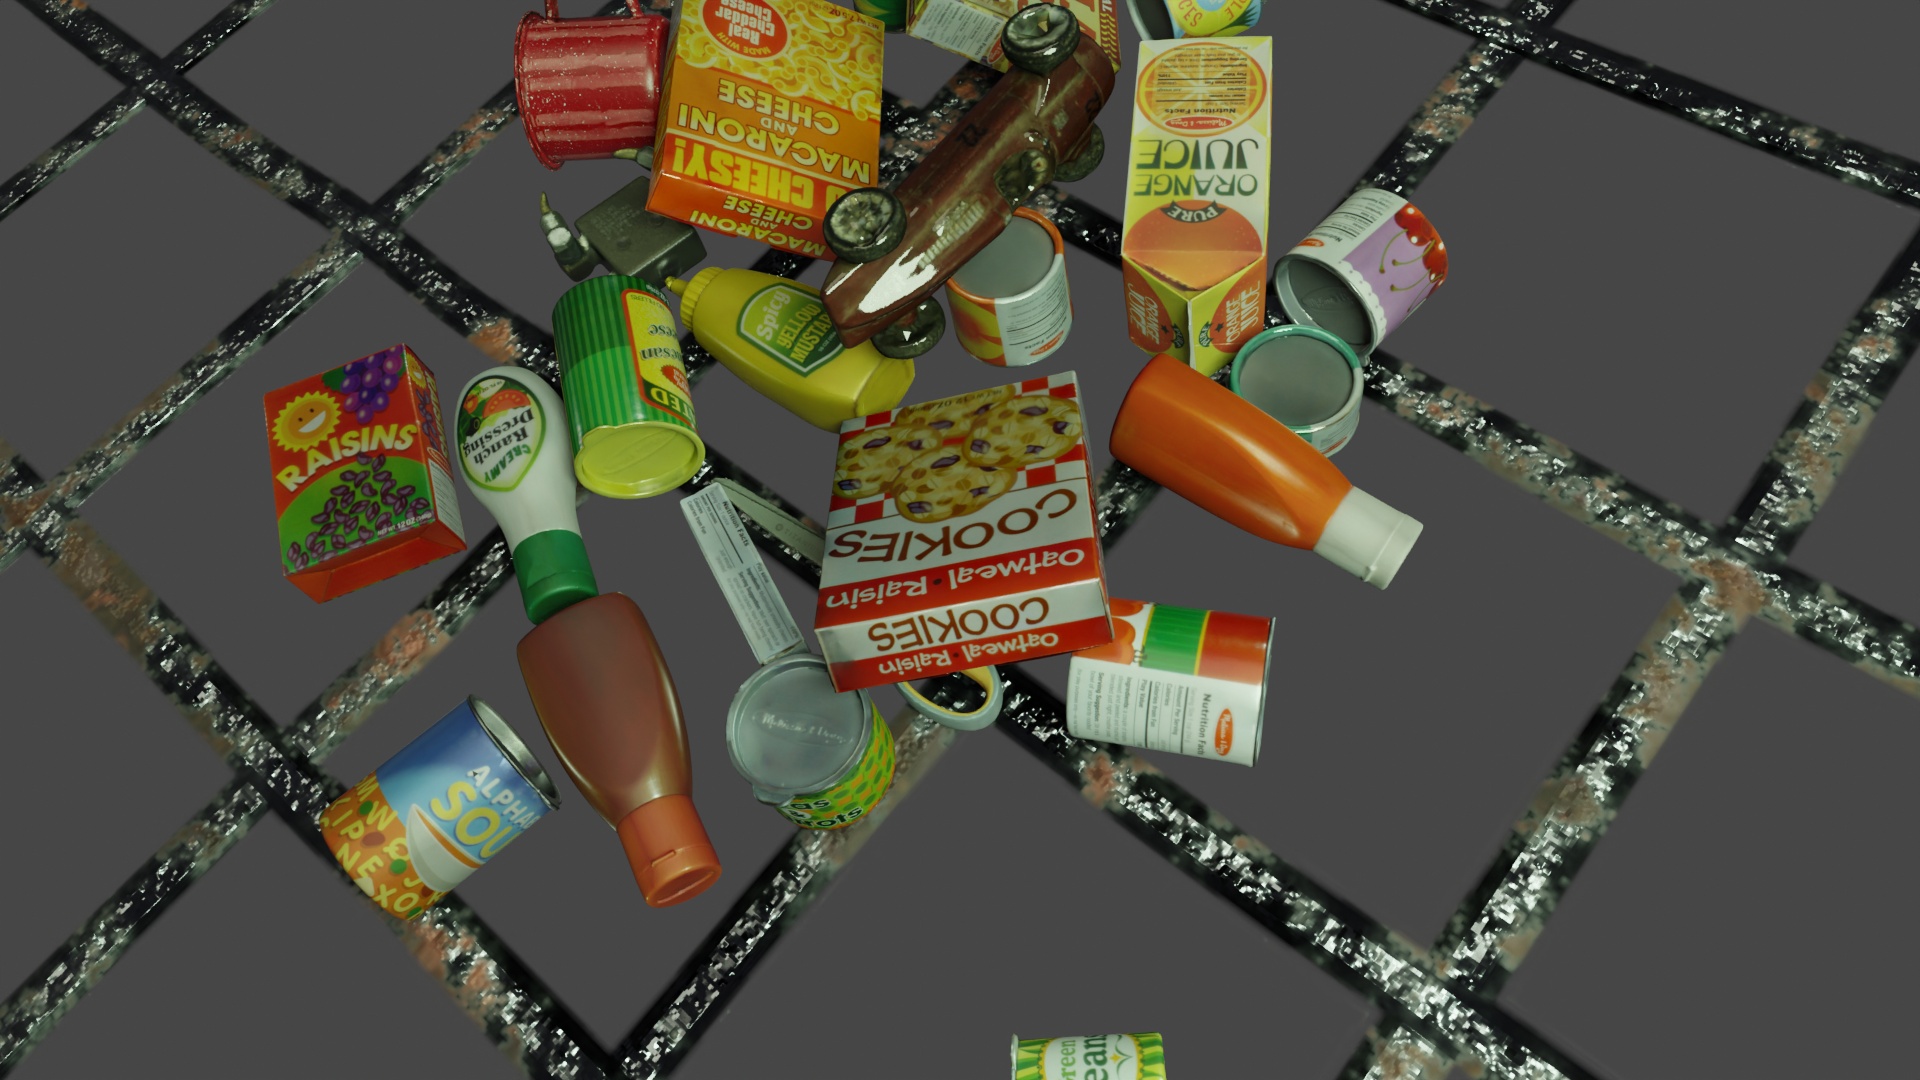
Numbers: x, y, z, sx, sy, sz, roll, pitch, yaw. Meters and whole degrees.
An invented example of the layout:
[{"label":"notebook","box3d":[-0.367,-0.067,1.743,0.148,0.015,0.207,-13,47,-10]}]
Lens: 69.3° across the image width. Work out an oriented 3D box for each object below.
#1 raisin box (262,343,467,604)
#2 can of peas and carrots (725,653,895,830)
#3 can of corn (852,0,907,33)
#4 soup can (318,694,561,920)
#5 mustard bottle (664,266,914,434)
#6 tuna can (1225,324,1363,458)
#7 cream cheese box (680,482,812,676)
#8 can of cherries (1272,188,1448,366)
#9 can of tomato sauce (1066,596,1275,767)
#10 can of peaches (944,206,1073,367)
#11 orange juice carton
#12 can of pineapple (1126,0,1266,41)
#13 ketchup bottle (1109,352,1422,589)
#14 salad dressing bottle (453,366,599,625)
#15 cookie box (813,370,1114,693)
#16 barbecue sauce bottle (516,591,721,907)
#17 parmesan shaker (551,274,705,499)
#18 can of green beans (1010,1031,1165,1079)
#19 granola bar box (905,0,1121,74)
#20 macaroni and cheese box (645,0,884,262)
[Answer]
[{"label":"raisin box","box3d":[-0.325,-0.038,0.756,0.086,0.040,0.124,-21,62,-1]},{"label":"can of peas and carrots","box3d":[-0.067,0.095,0.630,0.071,0.058,0.071,-4,62,8]},{"label":"can of corn","box3d":[-0.043,-0.365,0.873,0.071,0.058,0.071,-4,62,7]},{"label":"soup can","box3d":[-0.237,0.124,0.638,0.084,0.071,0.071,-40,63,-11]},{"label":"mustard bottle","box3d":[-0.104,-0.112,0.753,0.160,0.048,0.065,27,68,21]},{"label":"tuna can","box3d":[0.165,-0.075,0.697,0.071,0.032,0.071,-4,62,7]},{"label":"cream cheese box","box3d":[-0.102,0.026,0.676,0.024,0.053,0.104,-28,61,-8]},{"label":"can of cherries","box3d":[0.204,-0.133,0.706,0.058,0.071,0.071,-42,64,-14]},{"label":"can of tomato sauce","box3d":[0.094,0.060,0.619,0.083,0.071,0.071,7,64,14]},{"label":"can of peaches","box3d":[0.023,-0.136,0.740,0.071,0.058,0.071,-4,62,7]},{"label":"orange juice carton","box3d":[0.126,-0.171,0.733,0.073,0.071,0.193,2,62,11]},{"label":"can of pineapple","box3d":[0.136,-0.321,0.814,0.058,0.070,0.071,-28,61,-4]},{"label":"ketchup bottle","box3d":[0.144,-0.029,0.662,0.149,0.064,0.044,32,60,14]},{"label":"salad dressing bottle","box3d":[-0.225,-0.024,0.728,0.064,0.044,0.148,-29,61,5]},{"label":"cookie box","box3d":[0.002,-0.008,0.644,0.123,0.040,0.168,-11,36,8]},{"label":"barbecue sauce bottle","box3d":[-0.156,0.098,0.652,0.065,0.043,0.149,-28,62,-6]},{"label":"parmesan shaker","box3d":[-0.179,-0.084,0.737,0.071,0.071,0.103,-18,61,0]},{"label":"can of green beans","box3d":[0.052,0.225,0.535,0.058,0.071,0.071,-6,61,6]},{"label":"granola bar box","box3d":[0.032,-0.352,0.829,0.124,0.039,0.166,14,59,-24]},{"label":"macaroni and cheese box","box3d":[-0.109,-0.246,0.800,0.124,0.040,0.167,12,60,-21]}]
